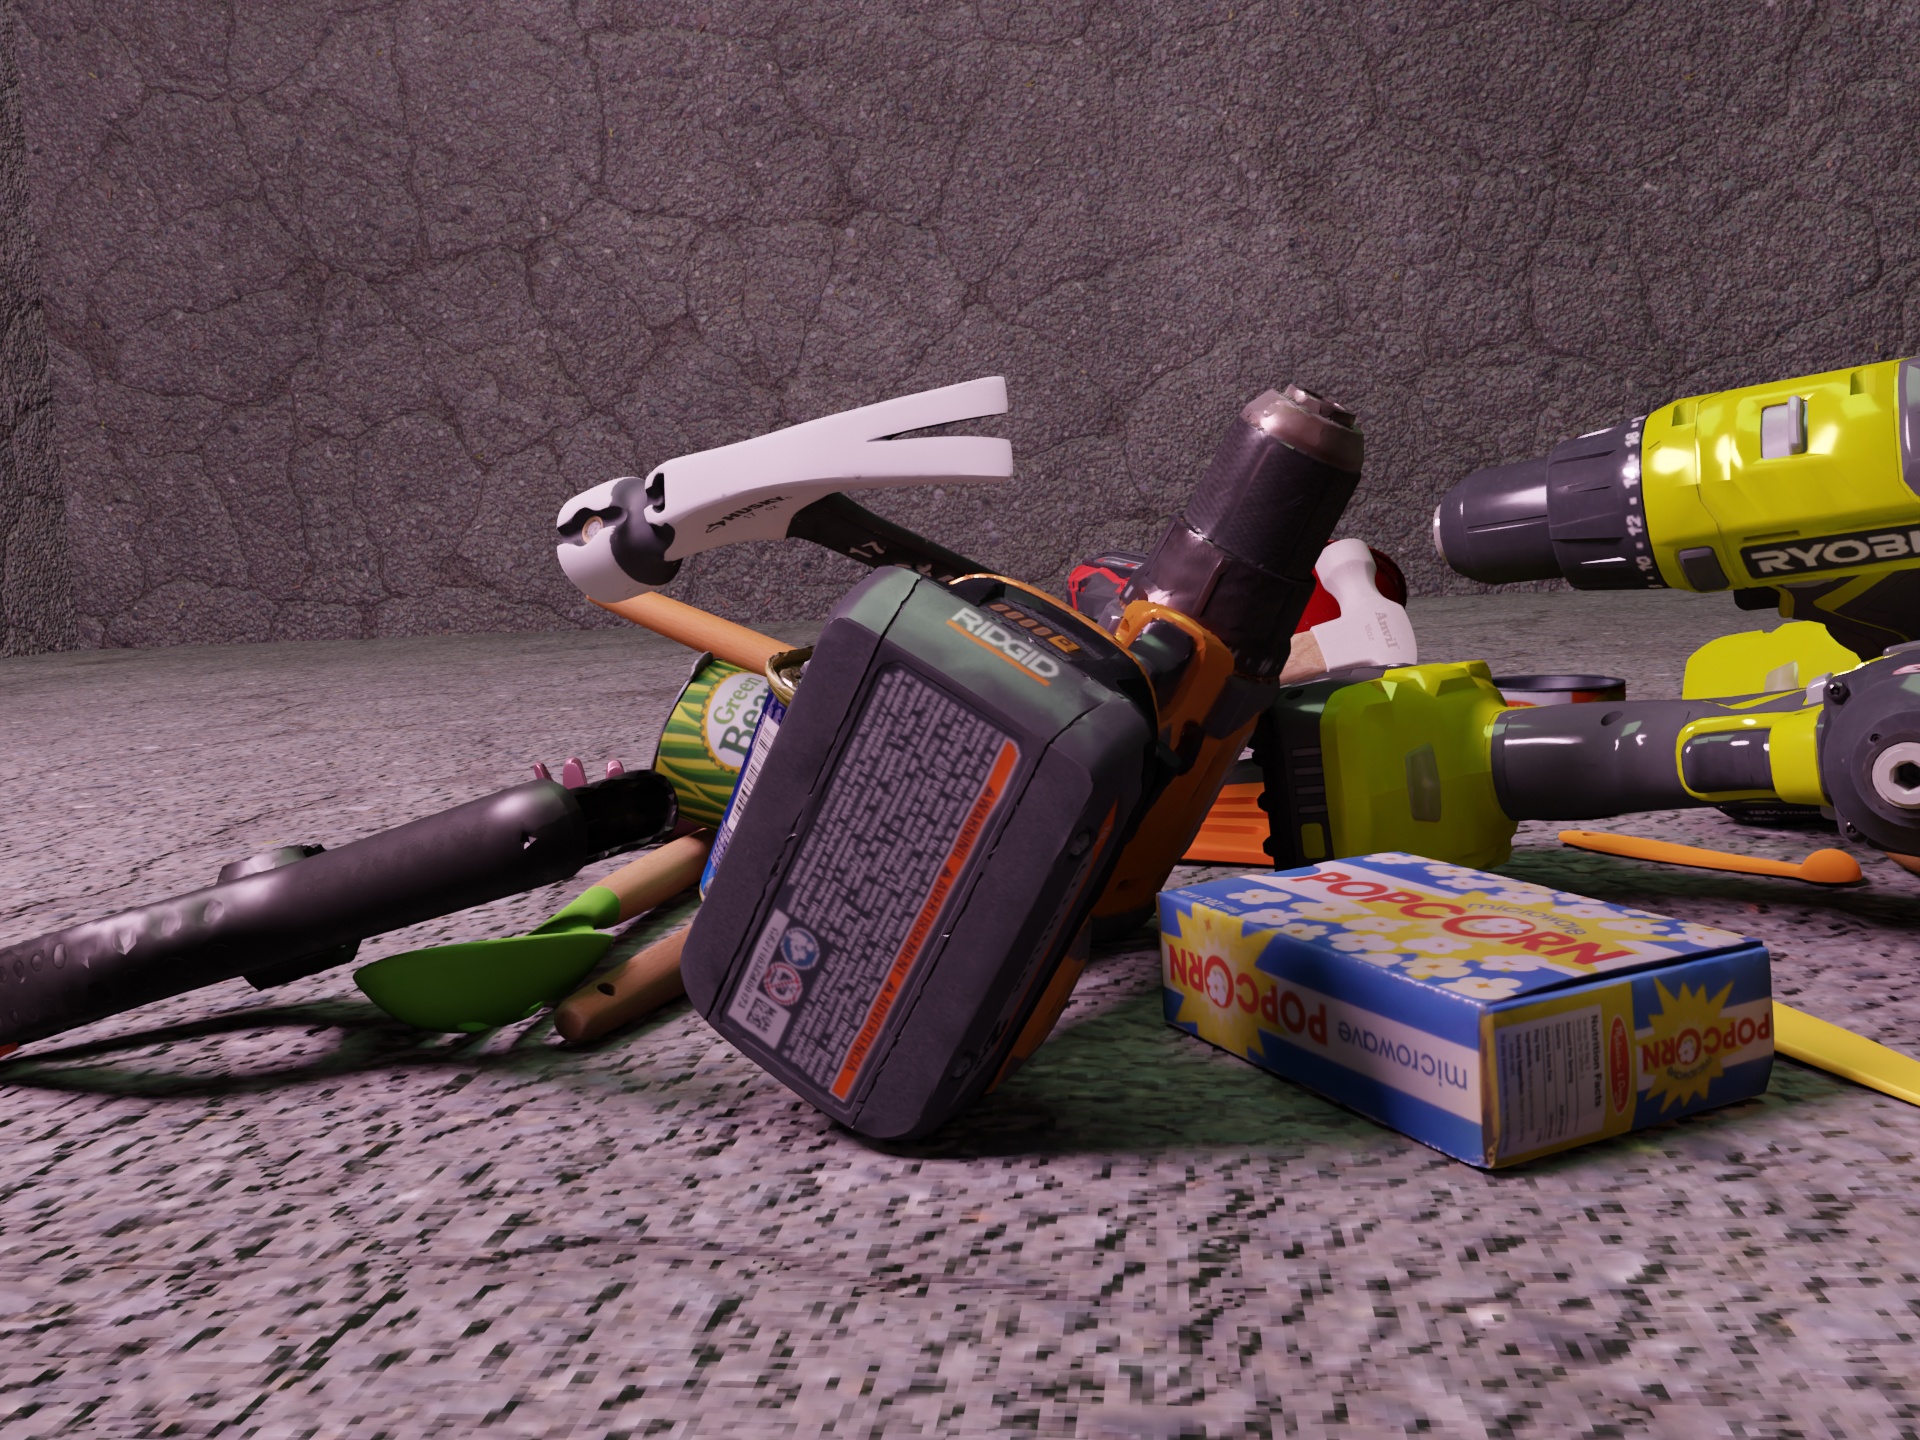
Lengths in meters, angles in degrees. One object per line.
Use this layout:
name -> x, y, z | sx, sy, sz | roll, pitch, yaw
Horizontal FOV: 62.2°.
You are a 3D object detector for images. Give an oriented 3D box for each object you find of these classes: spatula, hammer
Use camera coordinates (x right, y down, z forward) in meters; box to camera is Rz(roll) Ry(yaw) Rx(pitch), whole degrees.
spatula -> -0.048, 0.049, 0.575 | 0.082, 0.044, 0.317 | 28, 17, 14
hammer -> 0.050, -0.036, 0.611 | 0.149, 0.036, 0.408 | -14, -18, 33
hammer -> 0.081, -0.008, 0.849 | 0.331, 0.130, 0.031 | -13, -34, -2
spatula -> -0.001, -0.002, 0.658 | 0.322, 0.041, 0.081 | 22, 22, 0

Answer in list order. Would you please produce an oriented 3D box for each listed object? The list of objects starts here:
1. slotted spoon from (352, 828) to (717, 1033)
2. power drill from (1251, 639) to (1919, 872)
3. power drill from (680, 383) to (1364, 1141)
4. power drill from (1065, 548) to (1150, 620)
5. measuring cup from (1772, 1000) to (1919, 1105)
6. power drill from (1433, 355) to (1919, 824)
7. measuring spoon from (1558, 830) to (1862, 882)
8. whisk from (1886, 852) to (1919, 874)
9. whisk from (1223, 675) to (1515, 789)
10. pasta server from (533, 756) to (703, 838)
slotted spoon -> -0.118, 0.062, 0.571 | 0.070, 0.031, 0.314 | -13, 3, 9
power drill -> 0.213, 0.013, 0.496 | 0.223, 0.080, 0.171 | -7, 0, 38
power drill -> 0.038, -0.004, 0.431 | 0.084, 0.185, 0.226 | 32, 21, 17
power drill -> 0.036, -0.040, 1.028 | 0.219, 0.078, 0.143 | -20, 16, -17
measuring cup -> 0.214, 0.068, 0.361 | 0.062, 0.029, 0.157 | -5, 9, -18
power drill -> 0.298, -0.041, 0.580 | 0.190, 0.080, 0.228 | -6, -29, 37
measuring spoon -> 0.277, 0.047, 0.598 | 0.021, 0.011, 0.117 | -7, 8, -35
whisk -> 0.318, 0.048, 0.456 | 0.051, 0.047, 0.245 | -2, 3, 13
whisk -> 0.193, 0.018, 0.747 | 0.239, 0.055, 0.055 | -11, 10, -26
pasta server -> -0.040, 0.031, 0.759 | 0.316, 0.040, 0.060 | -3, 2, -13
